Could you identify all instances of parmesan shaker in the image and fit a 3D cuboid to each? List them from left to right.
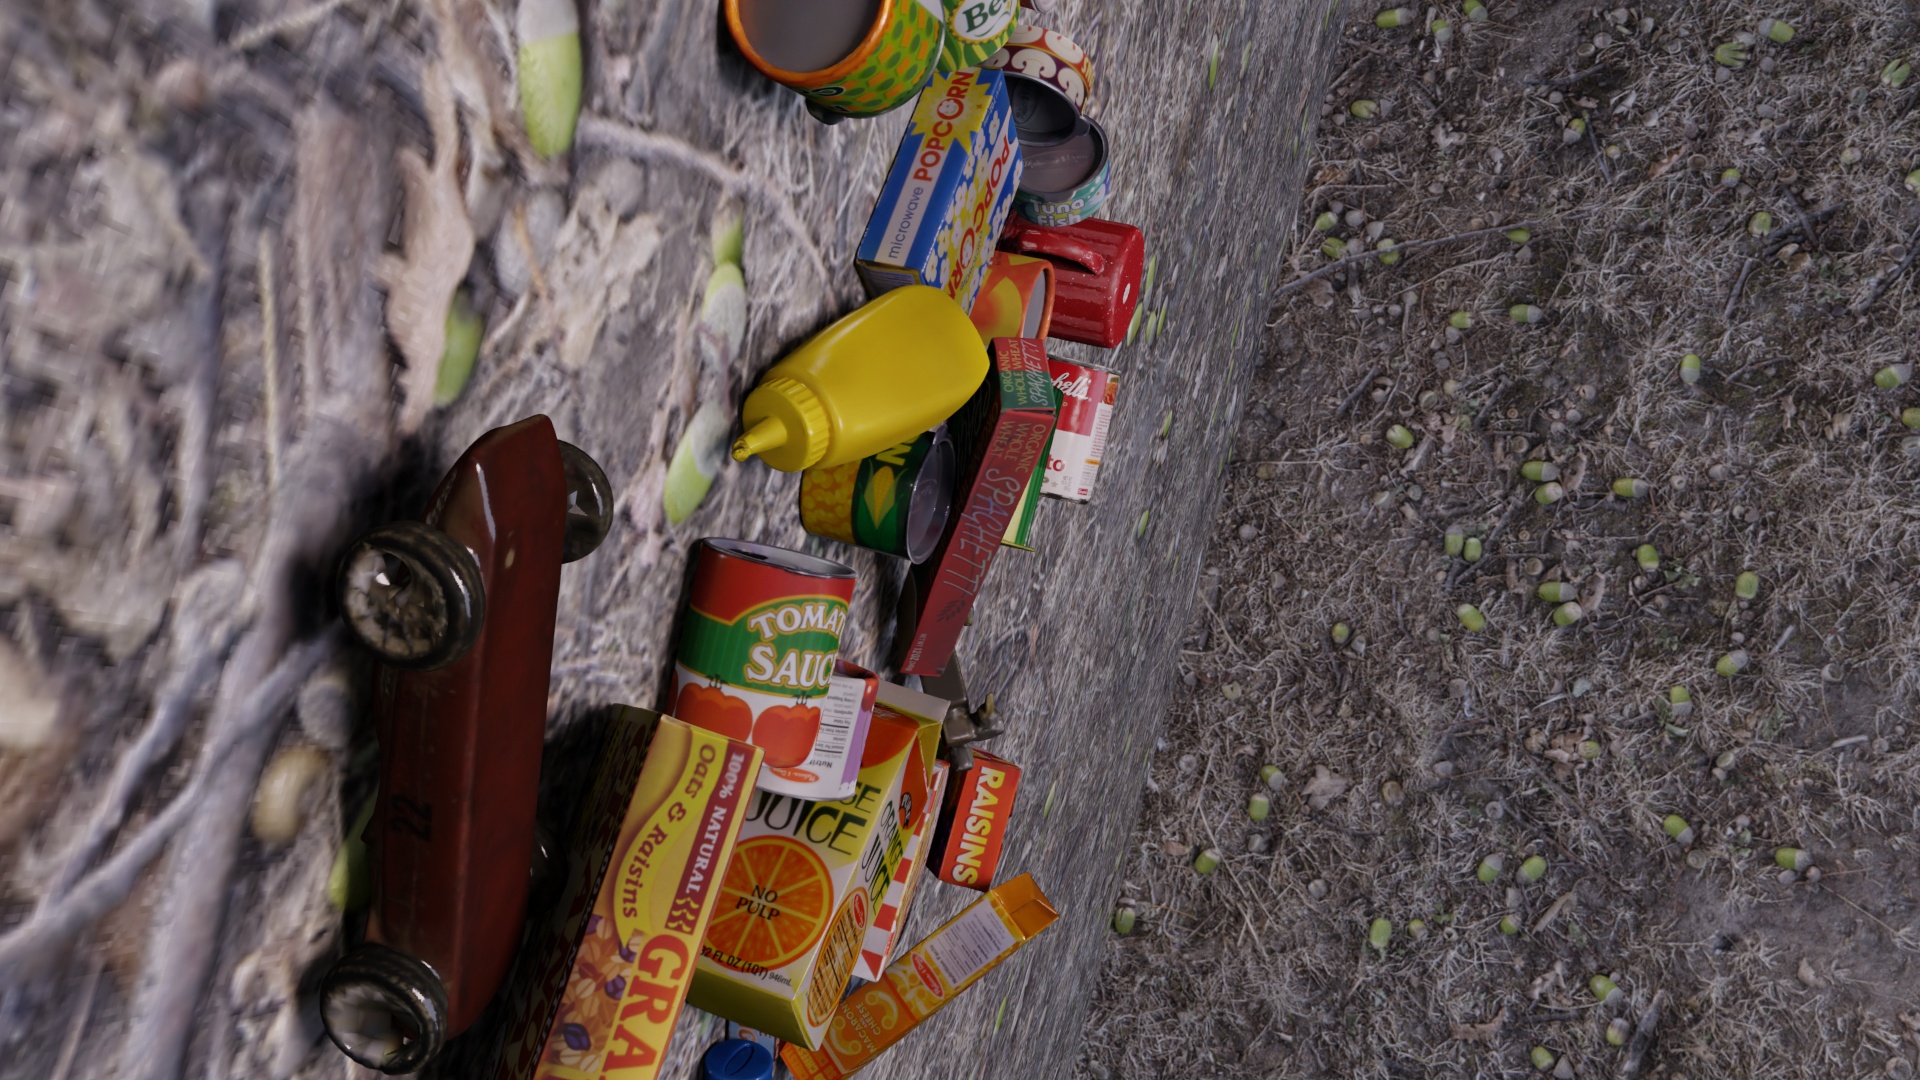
[{"bbox_3d":[0.025,-0.051,0.876,0.071,0.071,0.103,22,82,-74],"label":"parmesan shaker"}]

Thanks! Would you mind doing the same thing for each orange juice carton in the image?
[{"bbox_3d":[-0.071,0.150,0.712,0.072,0.072,0.194,85,25,-50],"label":"orange juice carton"}]

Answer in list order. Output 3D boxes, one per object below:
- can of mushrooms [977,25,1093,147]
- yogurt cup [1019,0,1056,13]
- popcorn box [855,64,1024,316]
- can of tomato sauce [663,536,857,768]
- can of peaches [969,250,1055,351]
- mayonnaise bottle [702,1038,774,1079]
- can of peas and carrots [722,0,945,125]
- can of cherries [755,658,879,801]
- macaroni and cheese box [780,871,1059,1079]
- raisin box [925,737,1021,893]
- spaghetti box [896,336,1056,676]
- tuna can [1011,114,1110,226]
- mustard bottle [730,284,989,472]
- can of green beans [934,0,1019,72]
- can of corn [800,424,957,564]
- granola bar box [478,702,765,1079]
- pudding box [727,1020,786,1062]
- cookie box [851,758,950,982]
[{"bbox_3d":[0.040,-0.247,0.758,0.071,0.071,0.033,62,43,-68],"label":"can of mushrooms"},{"bbox_3d":[0.022,-0.297,0.680,0.072,0.054,0.072,13,91,-75],"label":"yogurt cup"},{"bbox_3d":[-0.008,-0.170,0.718,0.085,0.038,0.127,64,43,-65],"label":"popcorn box"},{"bbox_3d":[-0.083,0.047,0.582,0.071,0.071,0.083,0,104,-74],"label":"can of tomato sauce"},{"bbox_3d":[0.019,-0.137,0.803,0.071,0.058,0.071,13,91,-75],"label":"can of peaches"},{"bbox_3d":[-0.126,0.341,0.747,0.065,0.041,0.147,-34,135,-68],"label":"mayonnaise bottle"},{"bbox_3d":[-0.047,-0.192,0.511,0.059,0.071,0.071,-15,117,-72],"label":"can of peas and carrots"},{"bbox_3d":[-0.076,0.084,0.654,0.071,0.071,0.058,6,97,-74],"label":"can of cherries"},{"bbox_3d":[-0.022,0.281,0.887,0.166,0.040,0.123,-38,165,5],"label":"macaroni and cheese box"},{"bbox_3d":[0.001,0.187,0.965,0.123,0.040,0.086,170,-63,-78],"label":"raisin box"},{"bbox_3d":[0.003,-0.009,0.755,0.248,0.029,0.050,112,-22,-52],"label":"spaghetti box"},{"bbox_3d":[0.059,-0.225,0.847,0.032,0.071,0.071,71,36,-64],"label":"tuna can"},{"bbox_3d":[-0.051,-0.066,0.615,0.048,0.065,0.161,-33,-179,42],"label":"mustard bottle"},{"bbox_3d":[-0.010,-0.244,0.593,0.057,0.071,0.071,69,38,-65],"label":"can of green beans"},{"bbox_3d":[-0.040,-0.029,0.691,0.071,0.058,0.071,13,91,-74],"label":"can of corn"},{"bbox_3d":[-0.122,0.142,0.475,0.124,0.039,0.166,-14,-124,68],"label":"granola bar box"},{"bbox_3d":[-0.102,0.234,0.756,0.050,0.030,0.083,-50,150,-60],"label":"pudding box"},{"bbox_3d":[-0.042,0.193,0.854,0.167,0.040,0.123,81,25,-81],"label":"cookie box"}]
